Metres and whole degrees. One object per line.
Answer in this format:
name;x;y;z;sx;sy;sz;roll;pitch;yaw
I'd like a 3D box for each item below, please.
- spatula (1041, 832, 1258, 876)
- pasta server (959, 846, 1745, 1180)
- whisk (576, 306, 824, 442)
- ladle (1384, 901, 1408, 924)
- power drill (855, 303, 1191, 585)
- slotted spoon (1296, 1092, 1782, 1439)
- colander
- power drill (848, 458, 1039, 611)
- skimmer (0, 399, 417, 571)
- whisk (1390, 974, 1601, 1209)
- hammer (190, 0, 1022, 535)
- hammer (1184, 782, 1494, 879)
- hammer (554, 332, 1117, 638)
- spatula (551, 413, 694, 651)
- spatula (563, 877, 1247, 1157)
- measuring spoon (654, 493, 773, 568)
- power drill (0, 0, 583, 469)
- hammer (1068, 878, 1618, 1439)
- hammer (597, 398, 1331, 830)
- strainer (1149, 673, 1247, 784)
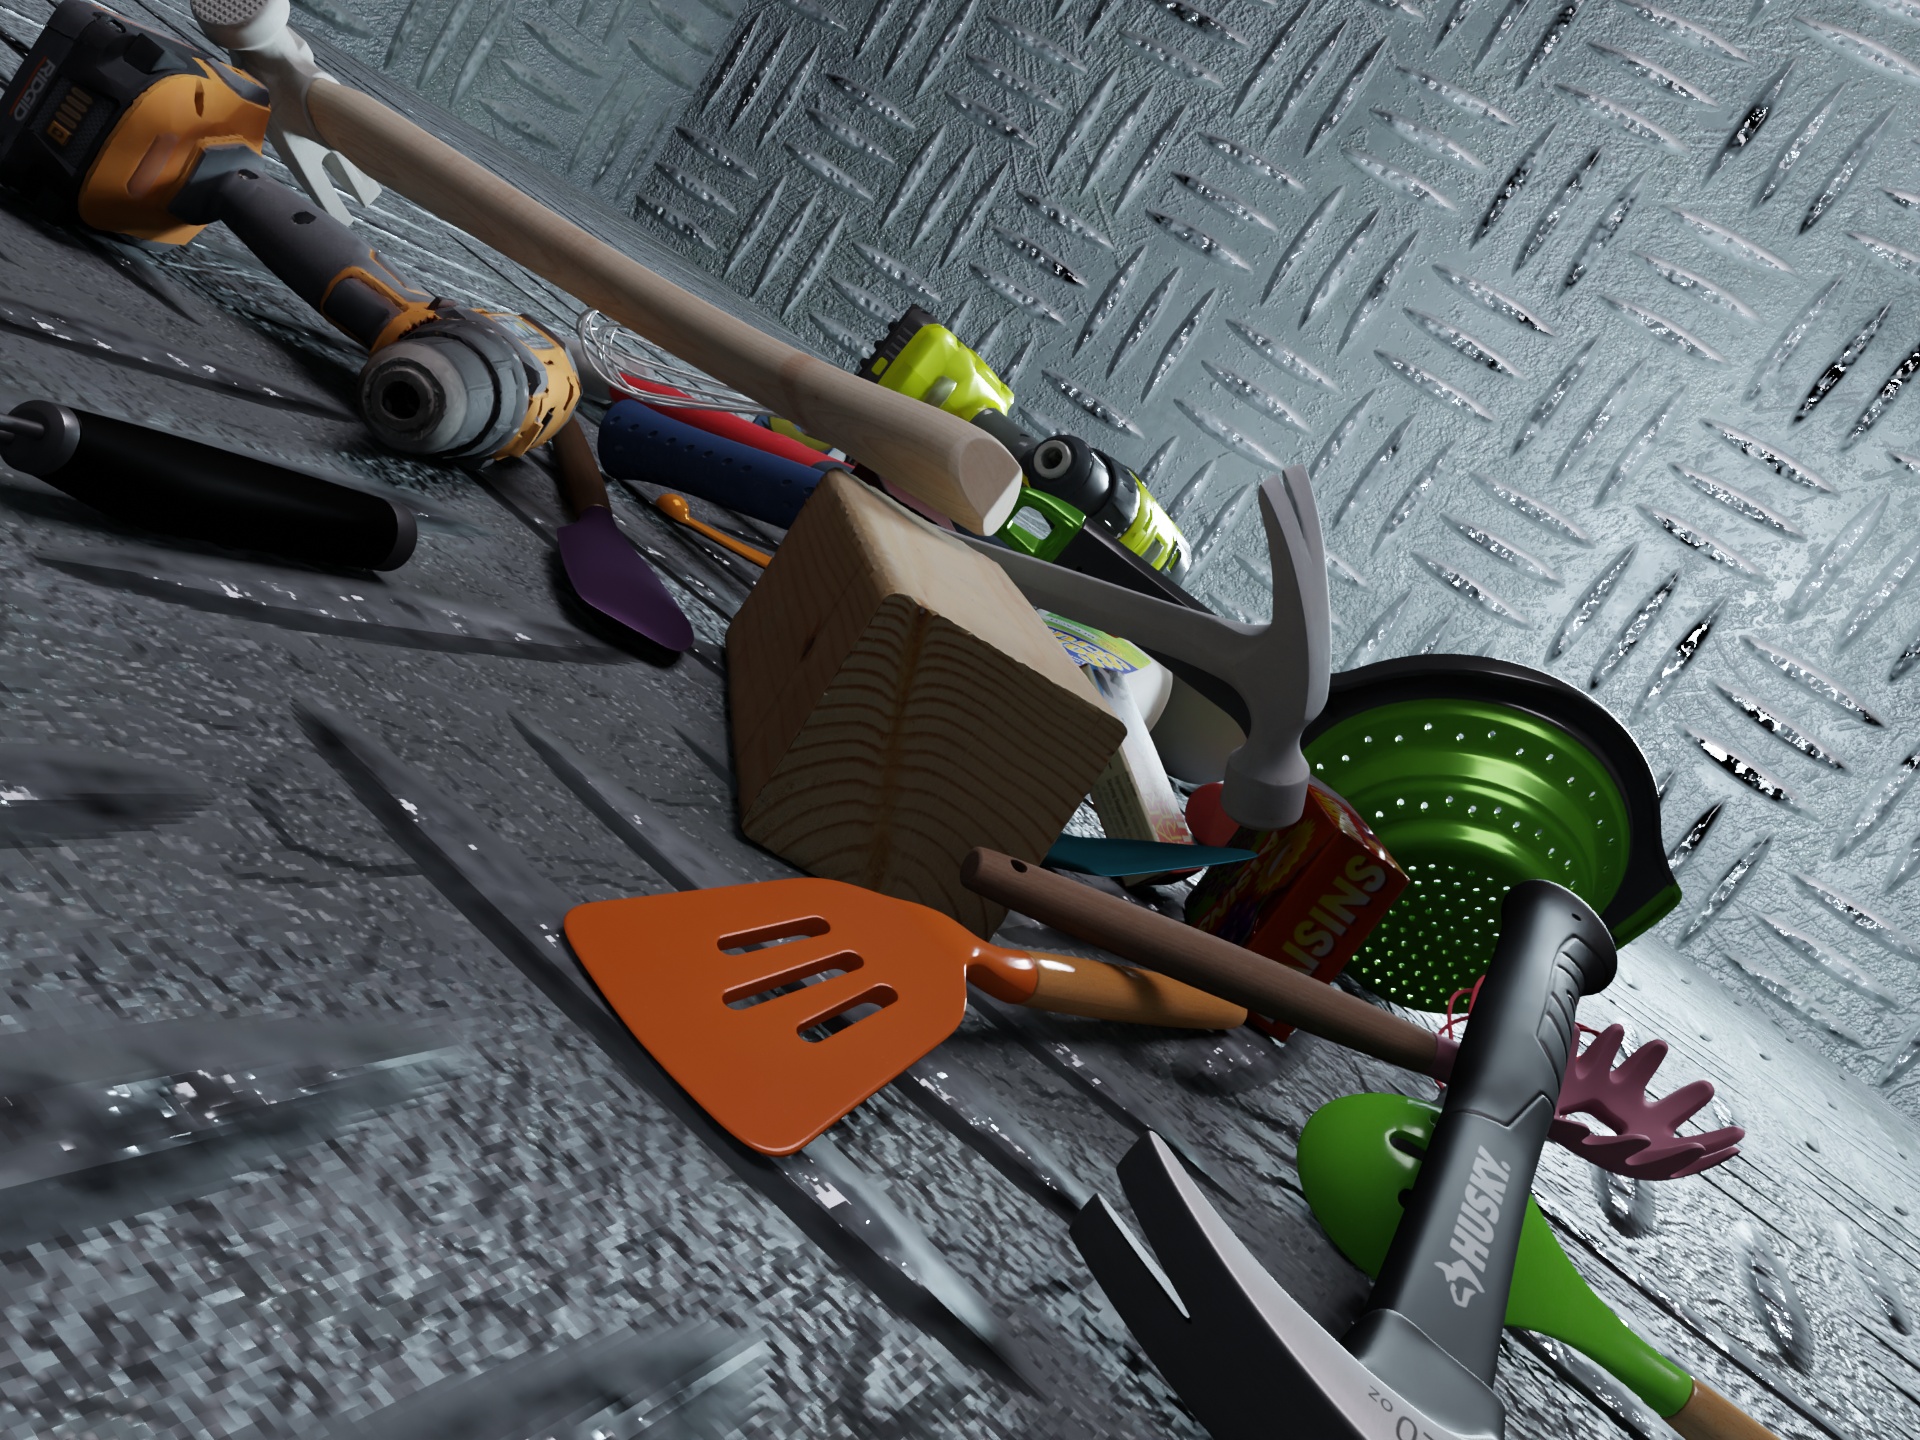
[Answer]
spatula;-0.001;-0.002;0.707;0.082;0.044;0.318;-3;30;-34
pasta server;0.139;0.097;0.531;0.316;0.040;0.060;24;27;-23
whisk;-0.088;-0.170;0.863;0.246;0.058;0.059;18;-27;-19
ladle;0.282;0.110;1.087;0.069;0.031;0.315;26;7;13
power drill;0.036;-0.174;1.028;0.229;0.080;0.190;41;5;28
slotted spoon;0.235;0.216;0.475;0.314;0.031;0.070;38;46;3
colander;0.172;0.029;0.772;0.397;0.204;0.095;36;38;-8
power drill;0.007;-0.106;1.094;0.226;0.084;0.164;27;10;-48
skimmer;-0.240;-0.102;0.325;0.127;0.090;0.363;4;-3;23
whisk;0.203;0.149;0.628;0.073;0.073;0.295;38;19;23
hammer;-0.152;-0.188;0.698;0.411;0.038;0.146;32;-16;13
hammer;0.254;0.074;1.033;0.149;0.037;0.358;13;1;35
hammer;-0.078;-0.140;0.921;0.386;0.038;0.143;25;10;13
spatula;-0.163;-0.095;0.707;0.059;0.018;0.316;31;11;-29
spatula;0.021;0.084;0.467;0.081;0.041;0.322;40;8;30
measuring spoon;-0.114;-0.095;0.863;0.116;0.011;0.021;27;13;-33
power drill;-0.266;-0.183;0.640;0.226;0.084;0.185;37;10;-11
hammer;0.145;0.111;0.448;0.146;0.035;0.335;38;27;12
hammer;-0.018;-0.086;0.719;0.406;0.144;0.035;23;33;32
strainer;0.166;0.018;1.078;0.256;0.069;0.152;41;3;-44
